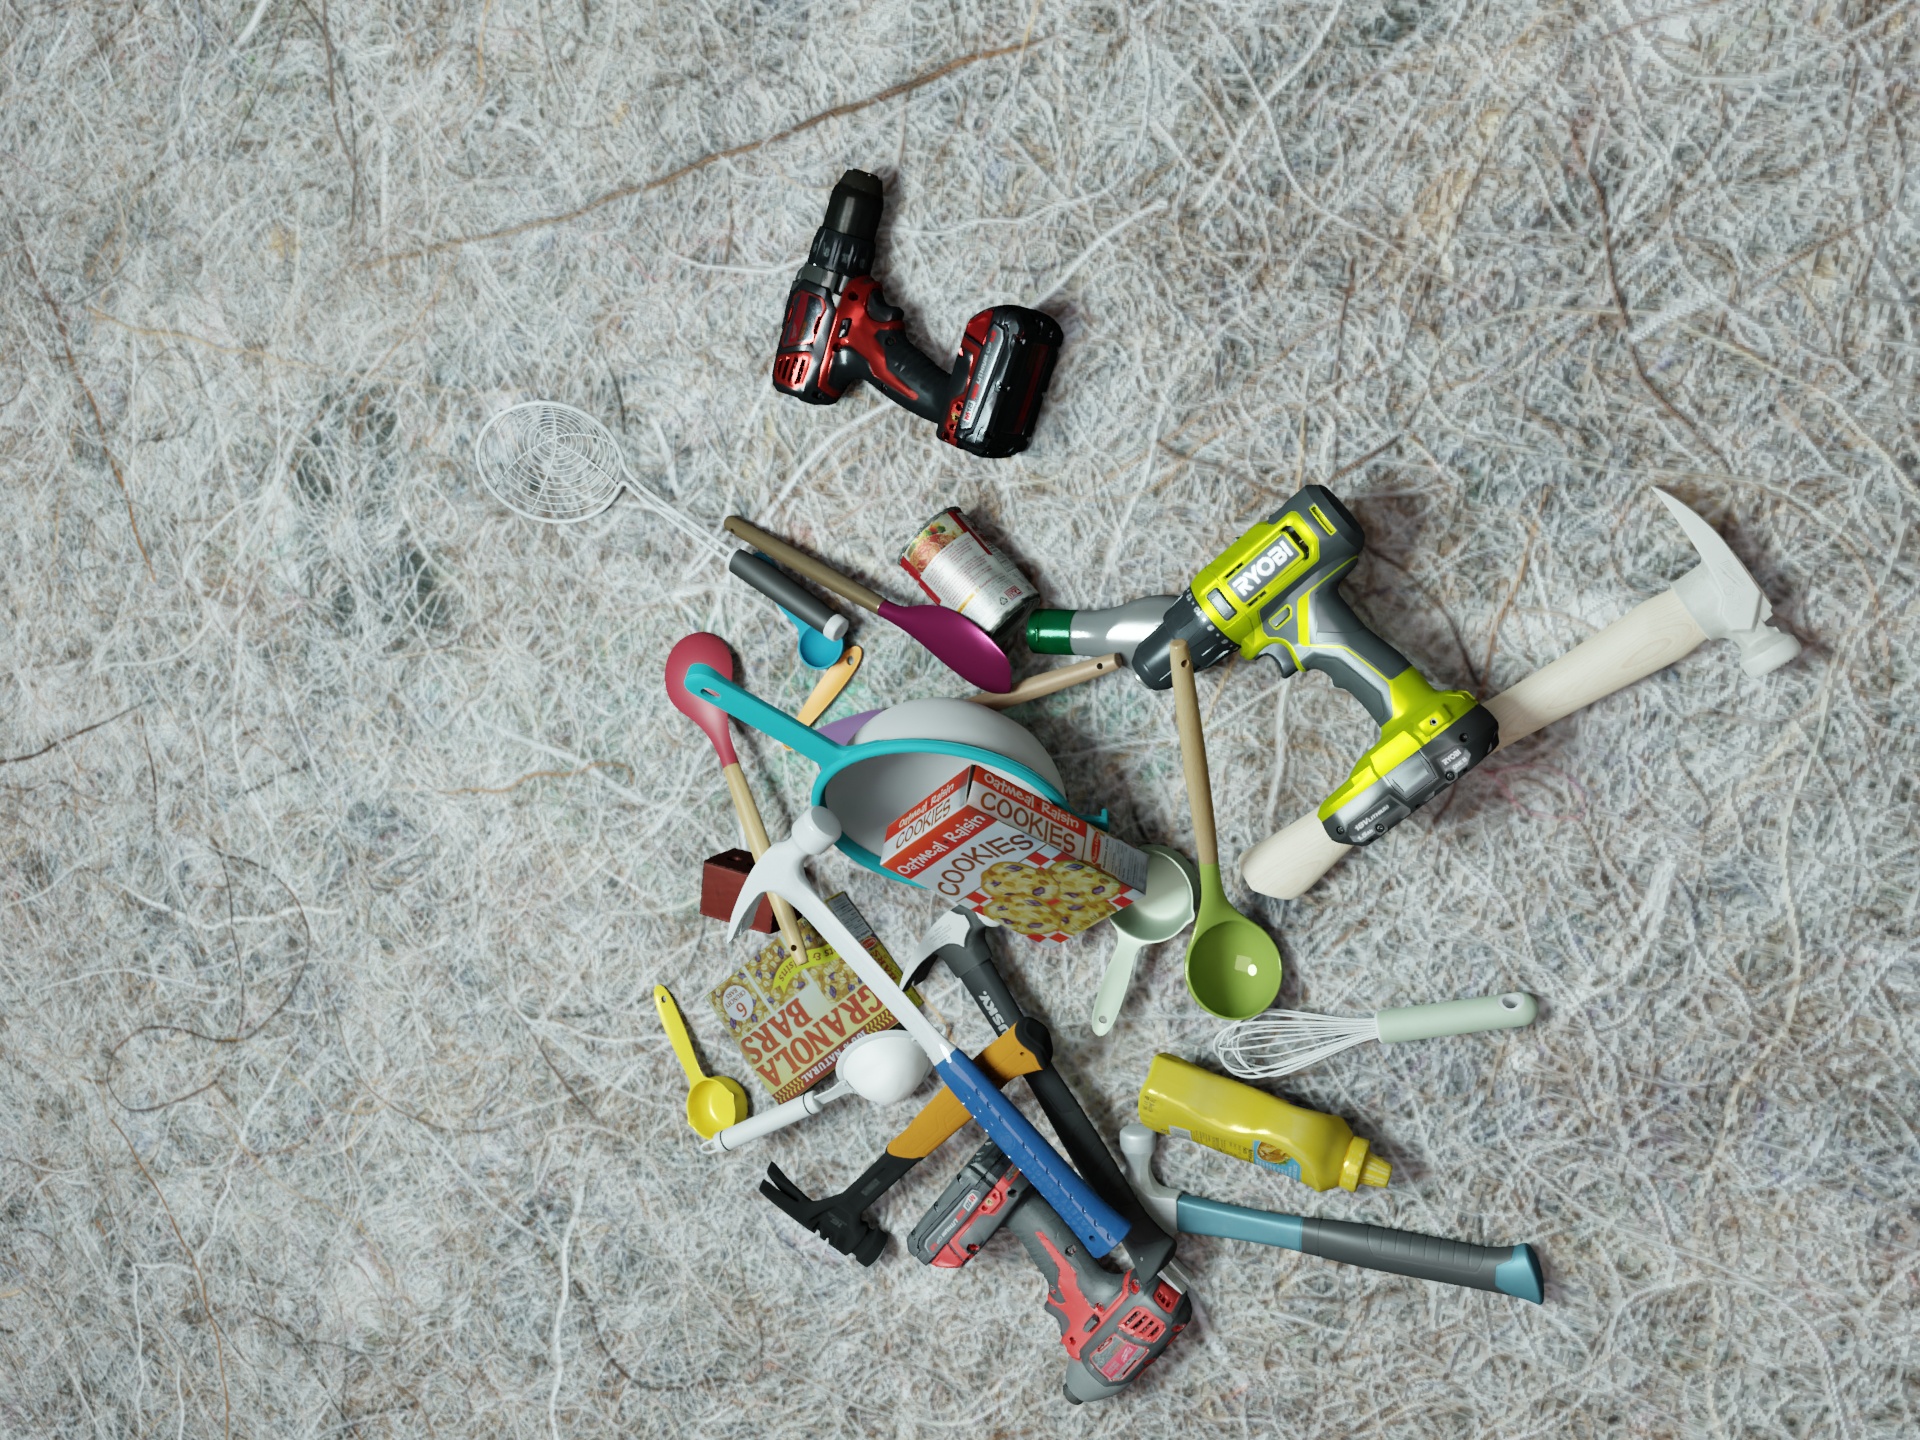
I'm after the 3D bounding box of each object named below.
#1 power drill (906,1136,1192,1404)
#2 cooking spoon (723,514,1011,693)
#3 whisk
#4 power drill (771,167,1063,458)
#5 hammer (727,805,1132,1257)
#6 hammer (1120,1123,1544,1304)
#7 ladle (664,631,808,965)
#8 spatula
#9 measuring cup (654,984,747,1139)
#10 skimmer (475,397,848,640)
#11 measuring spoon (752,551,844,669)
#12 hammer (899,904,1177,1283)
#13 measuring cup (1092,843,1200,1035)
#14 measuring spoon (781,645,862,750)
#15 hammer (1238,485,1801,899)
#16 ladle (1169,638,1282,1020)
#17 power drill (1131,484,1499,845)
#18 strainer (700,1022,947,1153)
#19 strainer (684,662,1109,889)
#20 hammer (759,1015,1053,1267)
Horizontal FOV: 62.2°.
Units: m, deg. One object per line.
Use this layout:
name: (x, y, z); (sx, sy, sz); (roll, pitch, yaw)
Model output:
power drill: (0.071, 0.467, 1.335); (0.220, 0.078, 0.143); (39, 112, 11)
cooking spoon: (-0.083, -0.103, 1.316); (0.319, 0.017, 0.068); (31, 144, 29)
whisk: (0.311, 0.235, 1.206); (0.246, 0.058, 0.059); (-13, 127, 23)
power drill: (-0.037, -0.320, 1.261); (0.227, 0.080, 0.188); (25, 107, 22)
hammer: (-0.022, 0.258, 1.247); (0.405, 0.035, 0.144); (48, 120, 4)
hammer: (0.283, 0.405, 1.248); (0.331, 0.033, 0.128); (3, 99, 24)
ladle: (-0.191, 0.064, 1.379); (0.069, 0.031, 0.315); (-26, 76, 15)
spatula: (-0.002, -0.004, 1.306); (0.316, 0.018, 0.060); (-19, 93, 34)
measuring cup: (-0.246, 0.316, 1.488); (0.062, 0.029, 0.157); (-37, 71, 25)
skimmer: (-0.259, -0.159, 1.370); (0.363, 0.090, 0.127); (34, 132, 18)
measuring spoon: (-0.141, -0.096, 1.377); (0.042, 0.021, 0.129); (-40, 71, 11)
hammer: (0.070, 0.305, 1.301); (0.146, 0.035, 0.335); (-40, 77, 39)
measuring cup: (0.140, 0.176, 1.277); (0.083, 0.038, 0.167); (24, 109, 20)
measuring spoon: (-0.119, -0.019, 1.381); (0.021, 0.011, 0.117); (46, 110, 21)
hammer: (0.368, 0.002, 1.144); (0.410, 0.038, 0.146); (-36, 81, 25)
ladle: (0.185, 0.086, 1.166); (0.078, 0.062, 0.320); (-20, 121, -13)
power drill: (0.248, -0.026, 1.132); (0.190, 0.080, 0.228); (-42, 79, 22)
strainer: (-0.121, 0.333, 1.388); (0.258, 0.050, 0.086); (-27, 127, 17)
strainer: (-0.057, 0.017, 1.241); (0.340, 0.095, 0.211); (31, 140, -23)
hammer: (-0.039, 0.344, 1.334); (0.127, 0.034, 0.336); (37, 124, -7)
